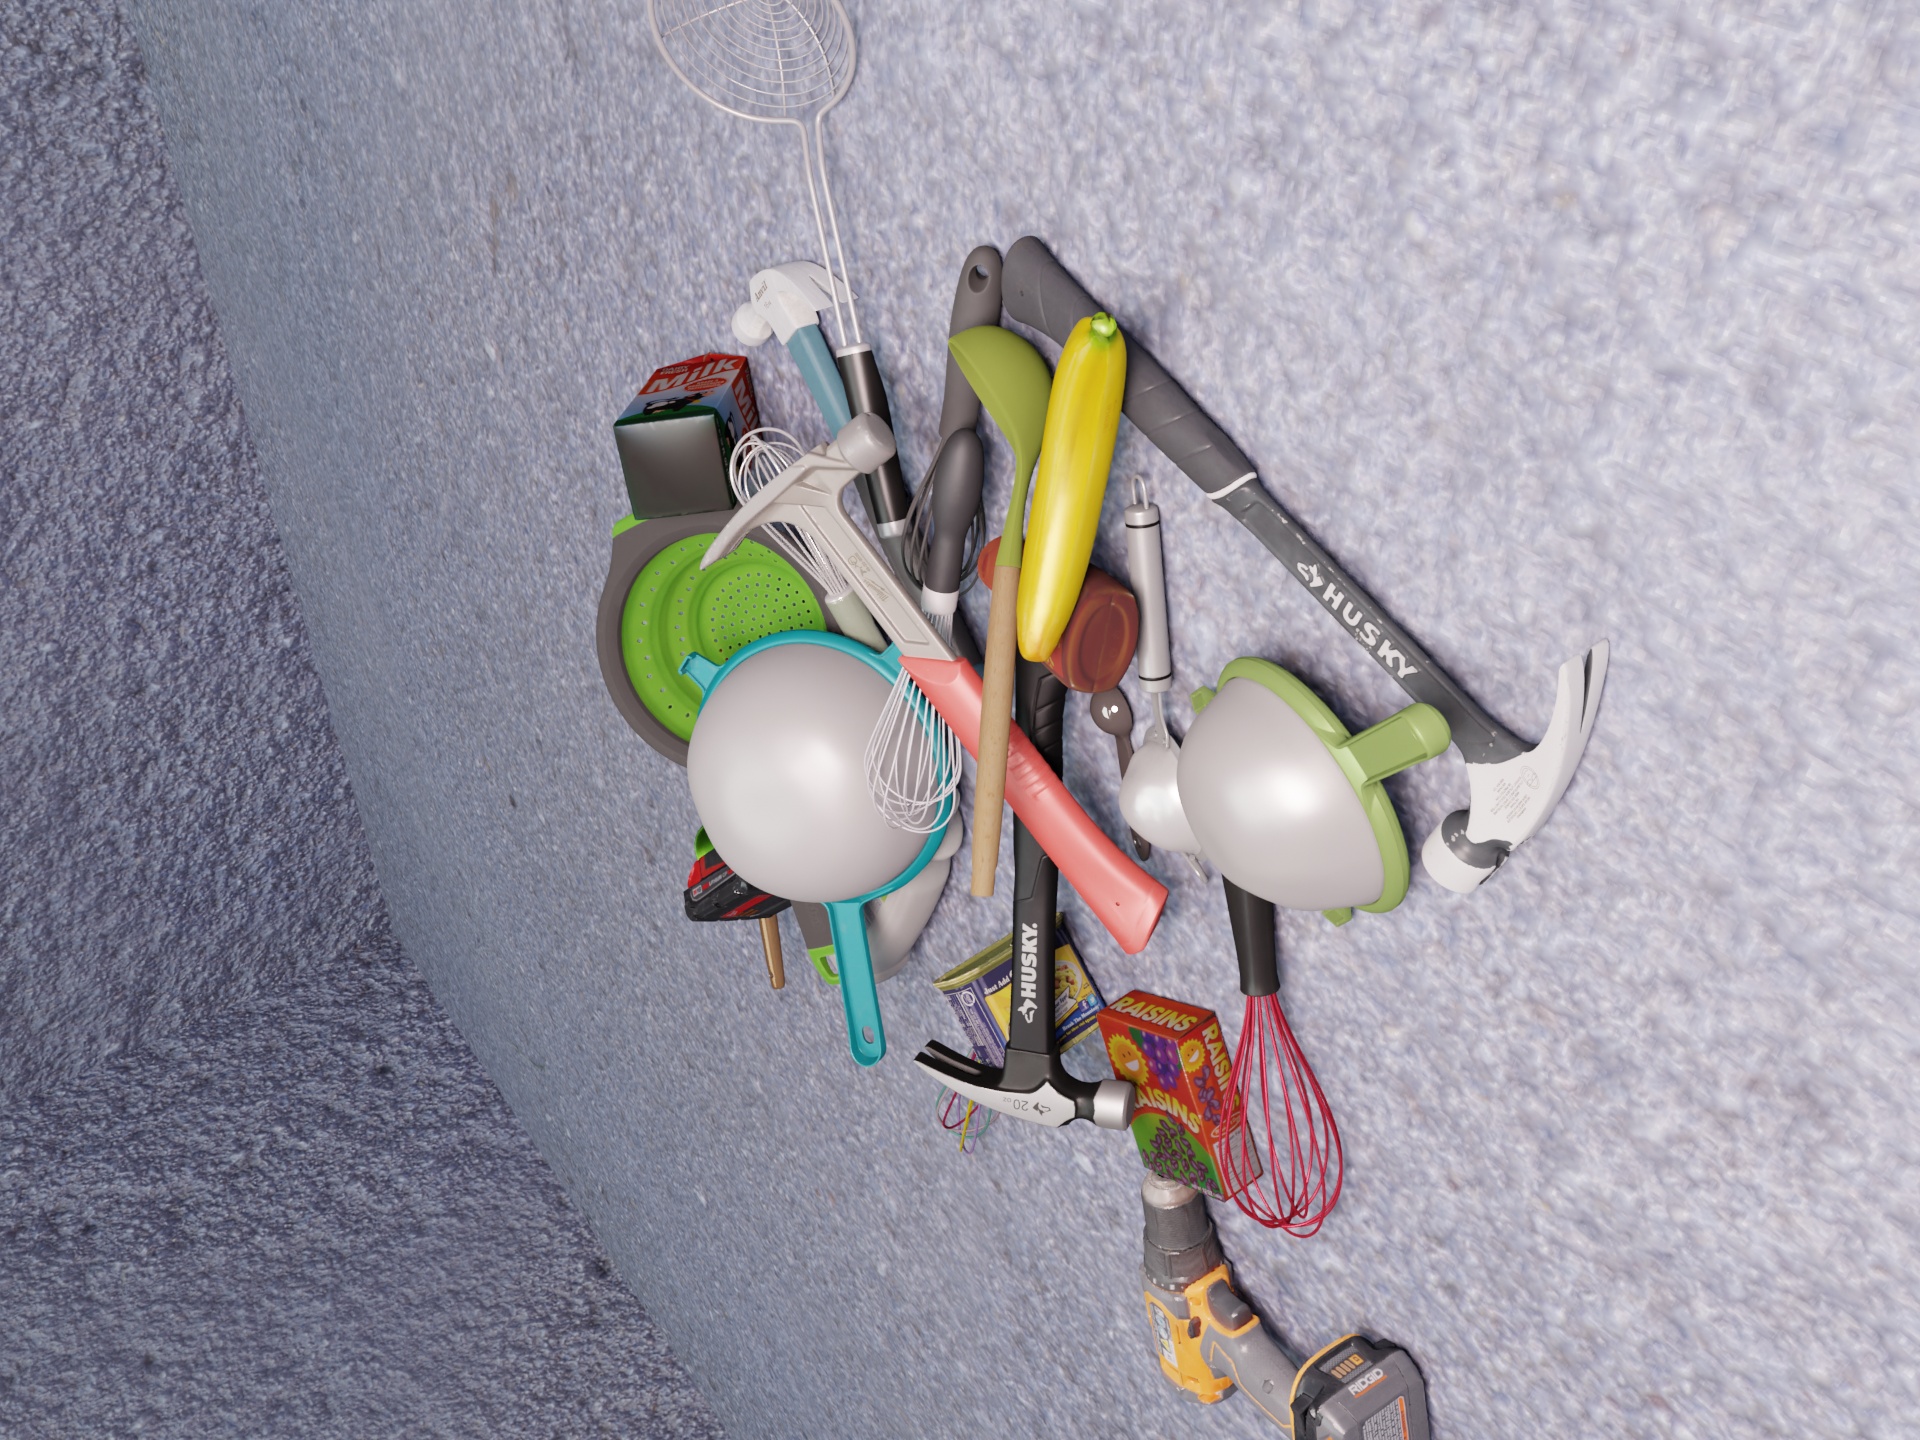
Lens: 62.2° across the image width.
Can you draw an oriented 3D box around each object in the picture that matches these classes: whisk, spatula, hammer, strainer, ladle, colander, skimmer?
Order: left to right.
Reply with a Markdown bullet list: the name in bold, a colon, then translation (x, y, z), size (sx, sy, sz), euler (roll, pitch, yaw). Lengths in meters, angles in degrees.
- **spatula**: translation (-0.202, 0.097, 1.471), size (0.082, 0.044, 0.317), euler (-4, 97, 45)
- **colander**: translation (-0.144, 0.011, 1.247), size (0.204, 0.094, 0.397), euler (-16, 99, 18)
- **skimmer**: translation (-0.095, -0.283, 0.970), size (0.127, 0.090, 0.363), euler (-4, 106, 30)
- **strainer**: translation (-0.109, 0.109, 1.147), size (0.211, 0.095, 0.340), euler (-3, 105, 24)
- **whisk**: translation (-0.089, -0.098, 1.133), size (0.058, 0.059, 0.246), euler (20, 144, 59)
- **hammer**: translation (-0.059, -0.161, 1.088), size (0.331, 0.033, 0.128), euler (64, 152, 1)
- **whisk**: translation (-0.019, -0.050, 1.003), size (0.070, 0.070, 0.284), euler (37, 129, 40)
- **hammer**: translation (-0.002, -0.003, 0.966), size (0.149, 0.037, 0.359), euler (-35, 95, 29)
- **whisk**: translation (0.001, -0.175, 0.971), size (0.055, 0.055, 0.238), euler (43, 139, 34)
- **whisk**: translation (0.016, 0.267, 1.288), size (0.051, 0.047, 0.244), euler (33, 135, 25)
- **ladle**: translation (0.012, -0.061, 0.897), size (0.078, 0.062, 0.320), euler (-44, -41, -88)
- **hammer**: translation (0.043, 0.100, 1.025), size (0.146, 0.035, 0.334), euler (5, 104, 19)
- **strainer**: translation (0.111, -0.016, 0.917), size (0.087, 0.050, 0.258), euler (-135, 34, -64)
- **hammer**: translation (0.148, -0.107, 0.790), size (0.409, 0.036, 0.149), euler (51, 147, 23)
- **whisk**: translation (0.178, 0.175, 0.939), size (0.073, 0.073, 0.295), euler (13, 116, 55)
- **strainer**: translation (0.161, 0.038, 0.765), size (0.151, 0.069, 0.256), euler (59, 171, 7)

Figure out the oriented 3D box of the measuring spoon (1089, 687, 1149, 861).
- **measuring spoon**: translation (0.099, 0.035, 0.991), size (0.034, 0.018, 0.124), euler (32, 139, 61)

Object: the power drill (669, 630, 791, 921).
- **power drill**: translation (-0.202, 0.055, 1.363), size (0.188, 0.080, 0.227), euler (-31, 64, 48)

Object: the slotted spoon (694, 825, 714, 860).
- **slotted spoon**: translation (-0.174, 0.127, 1.501), size (0.314, 0.031, 0.070), euler (-5, 105, 57)

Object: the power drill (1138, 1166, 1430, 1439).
- **power drill**: translation (0.201, 0.411, 1.059), size (0.226, 0.084, 0.185), euler (22, 128, 57)
